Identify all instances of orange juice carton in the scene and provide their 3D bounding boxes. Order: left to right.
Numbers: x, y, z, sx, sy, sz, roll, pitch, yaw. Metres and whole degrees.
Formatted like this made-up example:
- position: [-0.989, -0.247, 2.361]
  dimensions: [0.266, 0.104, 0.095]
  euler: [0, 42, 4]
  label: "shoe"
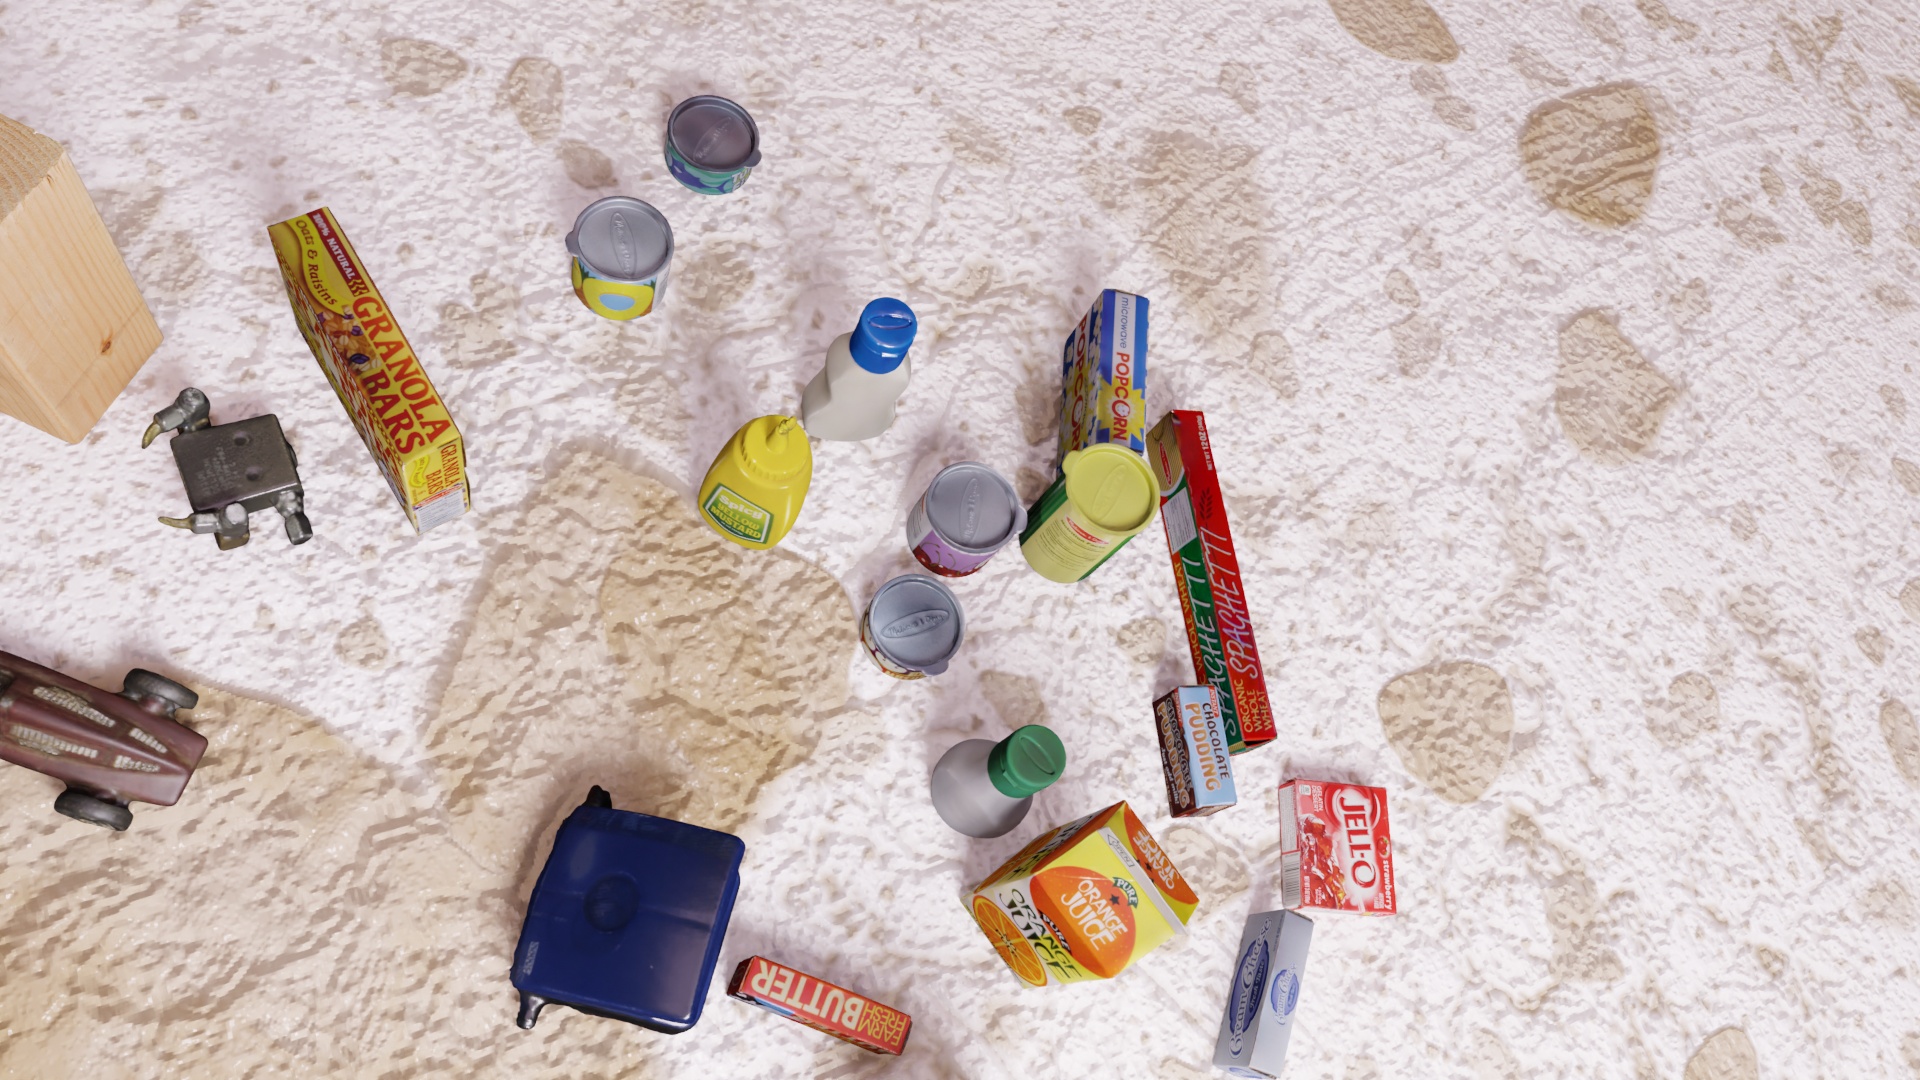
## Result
- position: [0.073, 0.210, 0.816]
  dimensions: [0.073, 0.192, 0.072]
  euler: [-34, 83, -25]
  label: "orange juice carton"

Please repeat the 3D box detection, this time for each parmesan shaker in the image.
- position: [0.084, -0.019, 0.955]
  dimensions: [0.071, 0.102, 0.071]
  euler: [6, 69, -15]
  label: "parmesan shaker"

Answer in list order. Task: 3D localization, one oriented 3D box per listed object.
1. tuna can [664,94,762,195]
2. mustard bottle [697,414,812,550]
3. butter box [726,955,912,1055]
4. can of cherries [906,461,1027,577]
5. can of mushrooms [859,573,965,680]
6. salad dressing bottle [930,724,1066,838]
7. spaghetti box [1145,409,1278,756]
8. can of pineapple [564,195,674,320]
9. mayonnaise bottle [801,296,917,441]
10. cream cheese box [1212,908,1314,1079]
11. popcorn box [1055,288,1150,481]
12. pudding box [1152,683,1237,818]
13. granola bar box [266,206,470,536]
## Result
- position: [-0.179, -0.286, 1.012]
  dimensions: [0.071, 0.032, 0.071]
  euler: [6, 69, -15]
  label: "tuna can"
- position: [-0.124, -0.042, 0.867]
  dimensions: [0.065, 0.159, 0.049]
  euler: [30, 65, -5]
  label: "mustard bottle"
- position: [-0.083, 0.275, 0.820]
  dimensions: [0.103, 0.053, 0.024]
  euler: [24, 65, -8]
  label: "butter box"
- position: [0.003, -0.012, 0.952]
  dimensions: [0.071, 0.058, 0.072]
  euler: [6, 69, -15]
  label: "can of cherries"
- position: [-0.032, 0.061, 0.928]
  dimensions: [0.071, 0.033, 0.071]
  euler: [6, 69, -15]
  label: "can of mushrooms"
- position: [0.023, 0.146, 0.850]
  dimensions: [0.044, 0.147, 0.064]
  euler: [-39, 85, -25]
  label: "salad dressing bottle"
- position: [0.177, 0.029, 0.995]
  dimensions: [0.029, 0.050, 0.250]
  euler: [-4, 71, -18]
  label: "spaghetti box"
- position: [-0.233, -0.191, 0.946]
  dimensions: [0.071, 0.057, 0.071]
  euler: [6, 69, -15]
  label: "can of pineapple"
- position: [-0.063, -0.111, 0.919]
  dimensions: [0.065, 0.147, 0.041]
  euler: [-1, 71, -18]
  label: "mayonnaise bottle"
- position: [0.196, 0.294, 0.900]
  dimensions: [0.024, 0.053, 0.104]
  euler: [24, 65, -8]
  label: "cream cheese box"
- position: [0.103, -0.106, 1.003]
  dimensions: [0.038, 0.085, 0.127]
  euler: [11, 68, -13]
  label: "popcorn box"
- position: [0.159, 0.144, 0.947]
  dimensions: [0.030, 0.049, 0.084]
  euler: [-1, 71, -18]
  label: "pudding box"
- position: [-0.353, -0.099, 0.837]
  dimensions: [0.039, 0.123, 0.165]
  euler: [-29, 81, -24]
  label: "granola bar box"
